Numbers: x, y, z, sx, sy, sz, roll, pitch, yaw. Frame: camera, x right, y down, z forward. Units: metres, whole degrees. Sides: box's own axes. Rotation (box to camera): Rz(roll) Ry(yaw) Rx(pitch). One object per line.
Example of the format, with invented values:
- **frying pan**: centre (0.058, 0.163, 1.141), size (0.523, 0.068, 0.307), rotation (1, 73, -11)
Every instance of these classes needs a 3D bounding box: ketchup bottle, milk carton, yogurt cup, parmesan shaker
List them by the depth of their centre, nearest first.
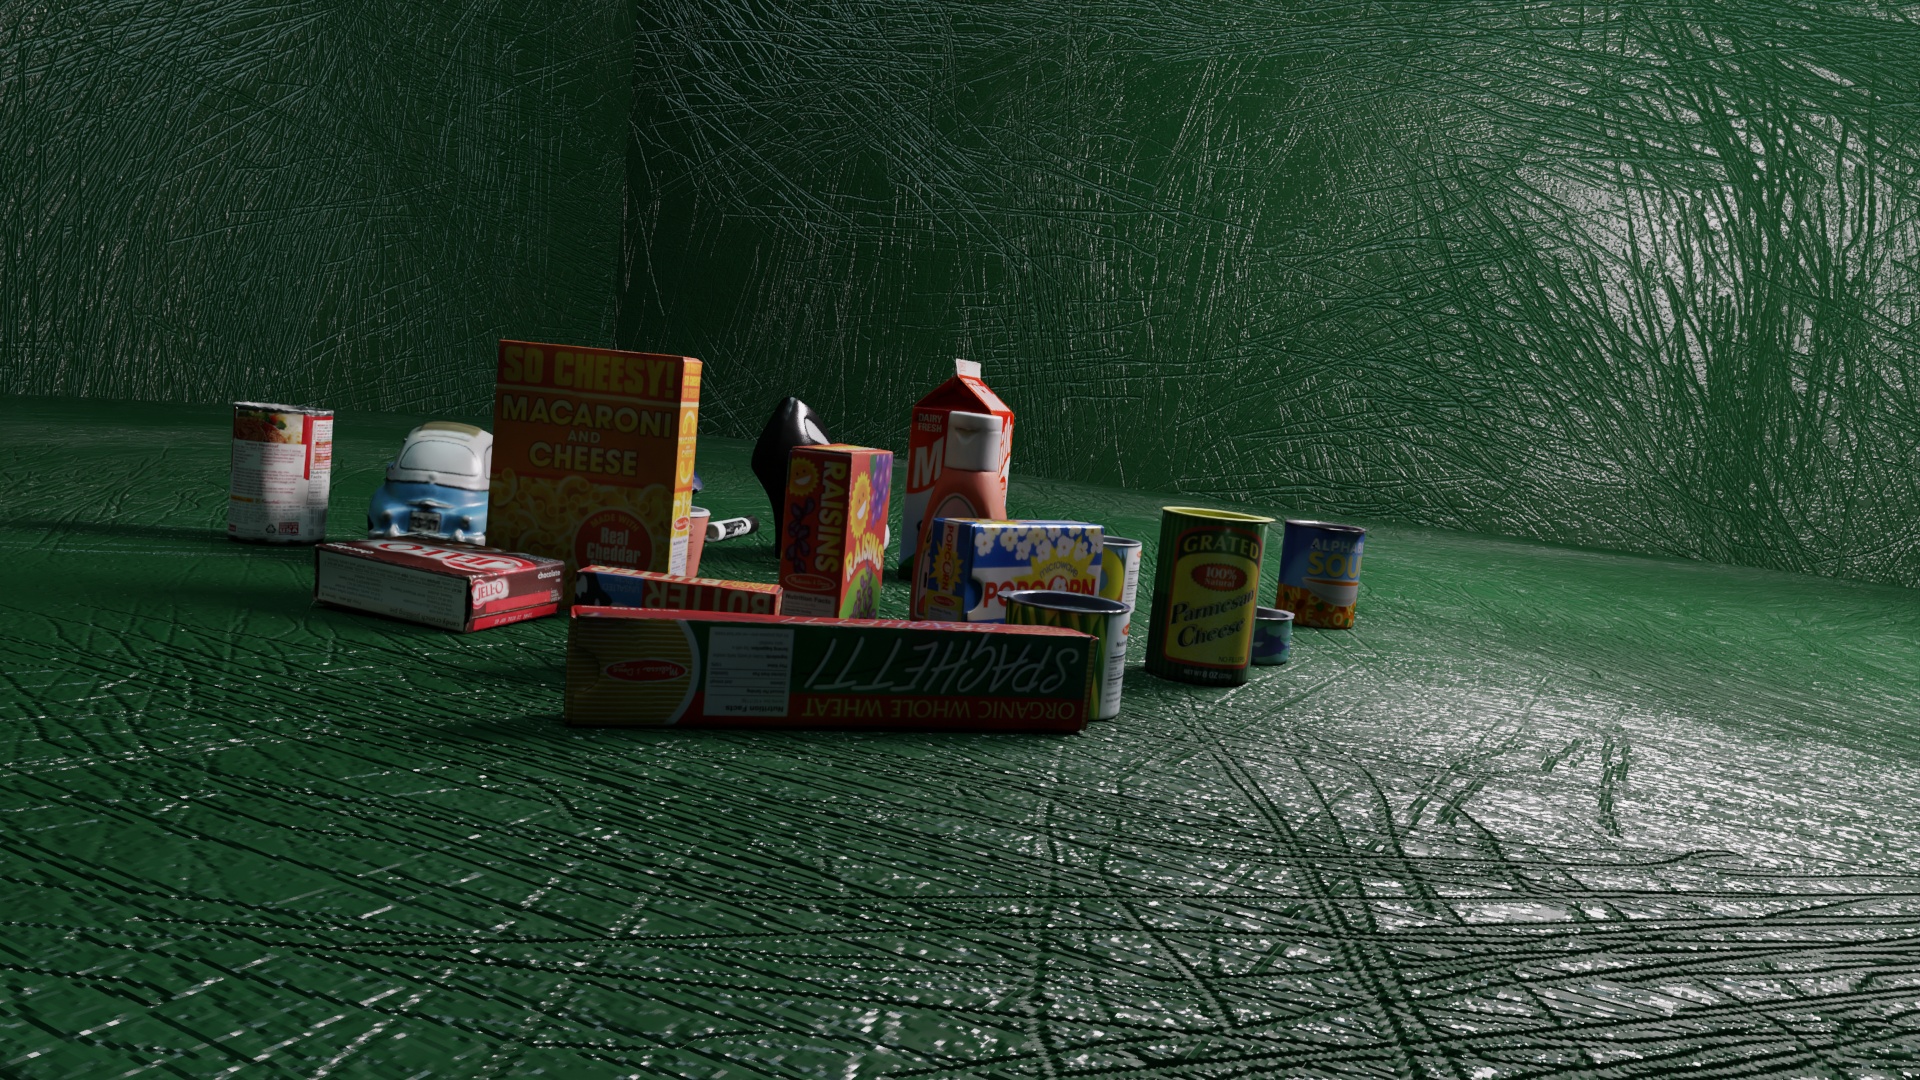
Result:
- **parmesan shaker**: centre (0.156, 0.034, 0.865), size (0.071, 0.103, 0.071), rotation (6, 5, 0)
- **ketchup bottle**: centre (0.003, -0.012, 0.941), size (0.065, 0.148, 0.043), rotation (7, 5, 18)
- **yogurt cup**: centre (-0.228, 0.000, 1.065), size (0.072, 0.054, 0.072), rotation (6, 6, 0)
- **milk carton**: centre (-0.002, -0.059, 1.194), size (0.073, 0.190, 0.072), rotation (7, 5, 16)

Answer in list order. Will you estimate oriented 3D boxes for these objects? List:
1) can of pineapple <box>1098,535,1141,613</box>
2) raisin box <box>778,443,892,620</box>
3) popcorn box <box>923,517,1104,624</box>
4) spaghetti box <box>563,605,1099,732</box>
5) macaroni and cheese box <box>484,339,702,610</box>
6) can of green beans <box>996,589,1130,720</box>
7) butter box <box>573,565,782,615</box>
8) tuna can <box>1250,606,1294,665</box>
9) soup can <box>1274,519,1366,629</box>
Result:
- **can of pineapple**: centre (0.109, 0.026, 1.122), size (0.071, 0.057, 0.071), rotation (6, 5, 0)
- **raisin box**: centre (-0.073, 0.007, 0.806), size (0.040, 0.123, 0.086), rotation (7, 5, 13)
- **popcorn box**: centre (0.035, 0.030, 0.880), size (0.127, 0.085, 0.038), rotation (0, 8, -45)
- **spaghetti box**: centre (-0.056, 0.062, 0.649), size (0.250, 0.050, 0.029), rotation (4, 6, -20)
- **macaroni and cheese box**: centre (-0.236, -0.039, 0.889), size (0.124, 0.166, 0.040), rotation (6, 5, 6)
- **can of green beans**: centre (0.054, 0.060, 0.736), size (0.071, 0.057, 0.071), rotation (6, 5, 0)
- **butter box**: centre (-0.145, 0.045, 0.713), size (0.103, 0.053, 0.024), rotation (6, 5, 0)
- **tuna can**: centre (0.197, 0.064, 0.961), size (0.071, 0.032, 0.071), rotation (6, 6, 0)
- **soup can**: centre (0.303, 0.028, 1.164), size (0.071, 0.083, 0.071), rotation (6, 5, 0)
